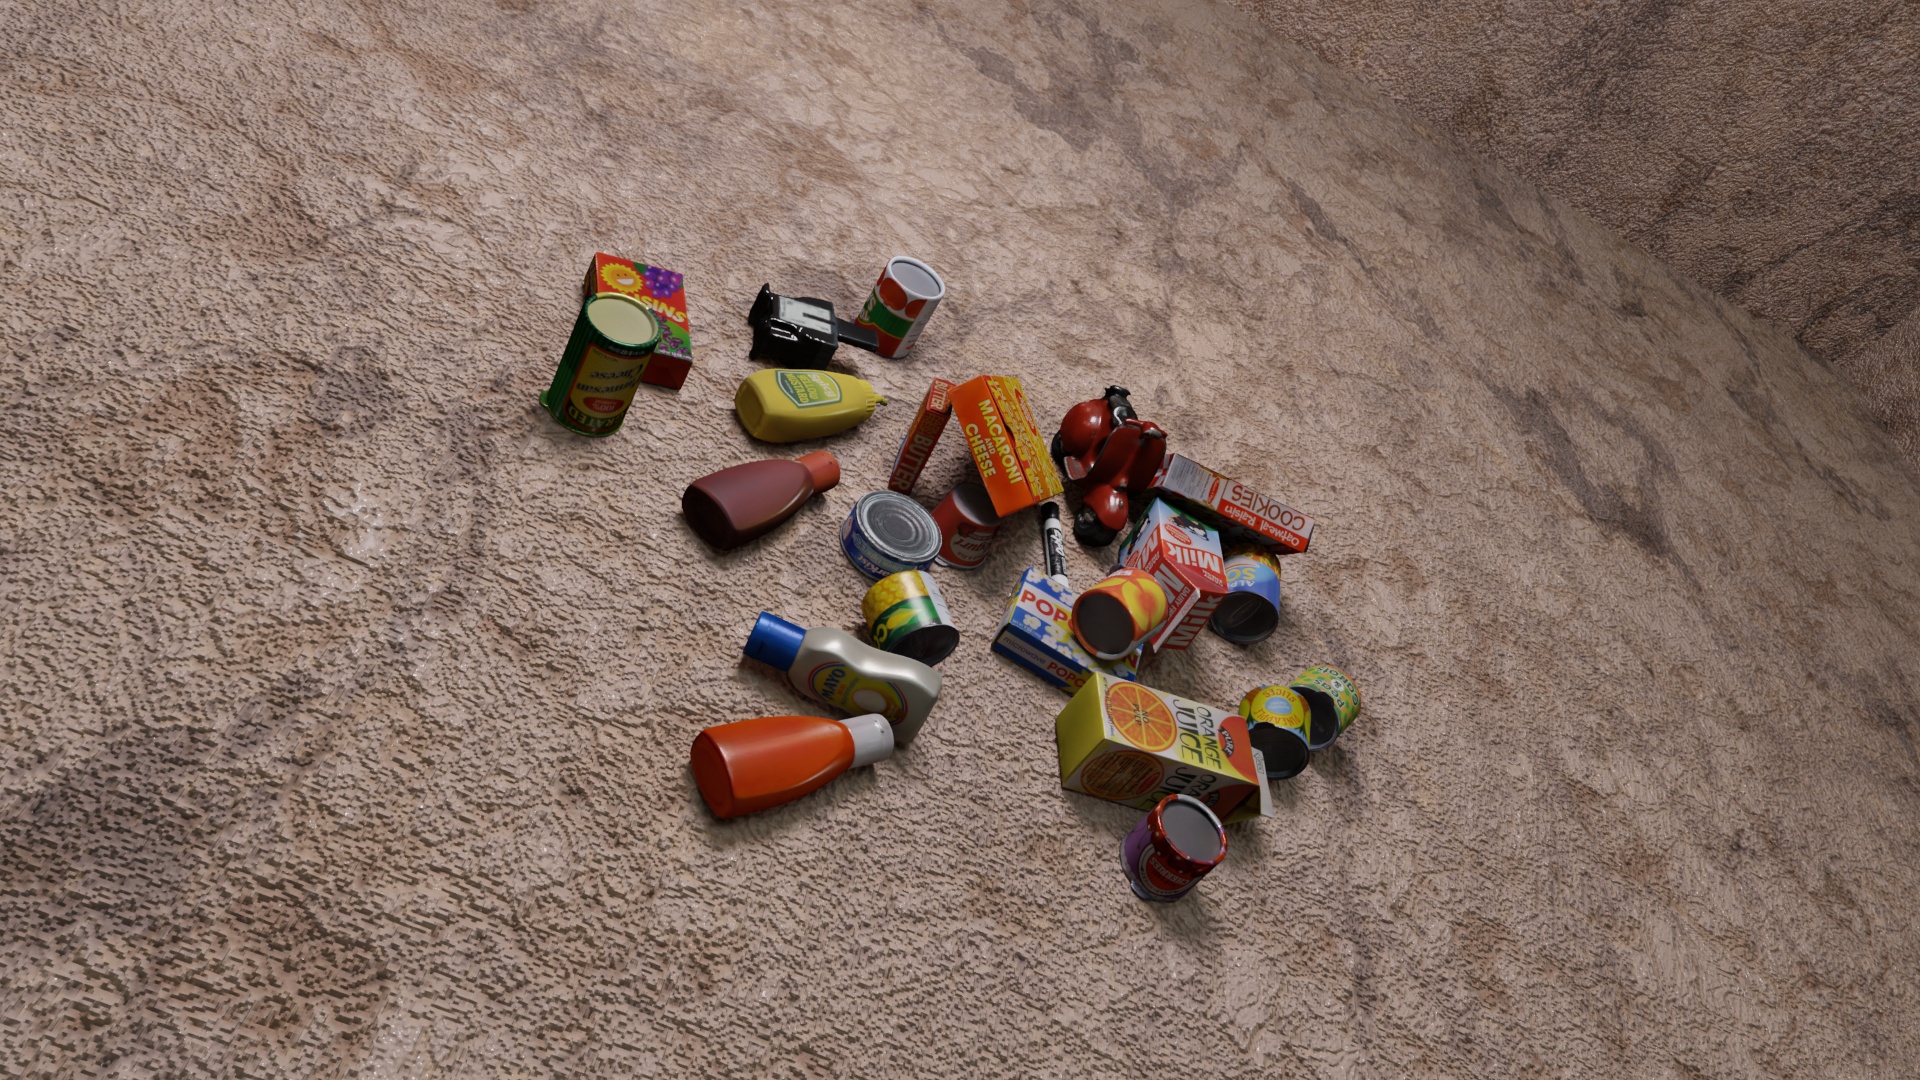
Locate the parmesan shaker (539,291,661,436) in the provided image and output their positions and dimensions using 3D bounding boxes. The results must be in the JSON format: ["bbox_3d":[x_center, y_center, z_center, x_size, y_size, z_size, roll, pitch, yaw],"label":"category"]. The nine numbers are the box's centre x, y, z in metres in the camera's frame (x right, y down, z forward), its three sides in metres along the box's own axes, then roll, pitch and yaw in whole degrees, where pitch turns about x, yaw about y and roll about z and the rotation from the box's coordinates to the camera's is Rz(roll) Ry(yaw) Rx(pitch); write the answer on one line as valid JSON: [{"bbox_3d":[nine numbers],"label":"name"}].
[{"bbox_3d":[-0.295,-0.144,1.135,0.071,0.102,0.072,20,41,-18],"label":"parmesan shaker"}]

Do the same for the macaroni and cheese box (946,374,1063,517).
[{"bbox_3d":[0.045,-0.090,1.286,0.123,0.040,0.167,68,13,0],"label":"macaroni and cheese box"}]

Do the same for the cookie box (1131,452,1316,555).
[{"bbox_3d":[0.259,-0.034,1.419,0.167,0.123,0.040,24,83,-13],"label":"cookie box"}]

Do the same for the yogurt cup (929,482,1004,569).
[{"bbox_3d":[0.004,-0.016,1.260,0.072,0.053,0.073,21,39,-18],"label":"yogurt cup"}]

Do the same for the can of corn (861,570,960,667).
[{"bbox_3d":[-0.044,0.067,1.130,0.071,0.070,0.058,2,48,-35],"label":"can of corn"}]

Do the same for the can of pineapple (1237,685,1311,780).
[{"bbox_3d":[0.283,0.172,1.254,0.071,0.070,0.058,30,37,-7],"label":"can of pineapple"}]

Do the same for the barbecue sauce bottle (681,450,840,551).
[{"bbox_3d":[-0.162,-0.041,1.173,0.065,0.043,0.149,46,39,14],"label":"barbecue sauce bottle"}]

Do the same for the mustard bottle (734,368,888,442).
[{"bbox_3d":[-0.129,-0.128,1.283,0.161,0.048,0.065,-10,58,-42],"label":"mustard bottle"}]

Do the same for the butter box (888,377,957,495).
[{"bbox_3d":[-0.035,-0.096,1.274,0.024,0.103,0.053,22,40,-9],"label":"butter box"}]

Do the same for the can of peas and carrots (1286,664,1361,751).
[{"bbox_3d":[0.338,0.156,1.310,0.071,0.070,0.059,47,39,14],"label":"can of peas and carrots"}]

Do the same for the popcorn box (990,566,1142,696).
[{"bbox_3d":[0.097,0.089,1.229,0.127,0.038,0.085,31,37,-5],"label":"popcorn box"}]

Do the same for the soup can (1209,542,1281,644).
[{"bbox_3d":[0.283,0.050,1.384,0.071,0.071,0.084,29,38,-7],"label":"soup can"}]

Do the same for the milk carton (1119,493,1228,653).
[{"bbox_3d":[0.198,0.035,1.299,0.073,0.072,0.191,30,24,-7],"label":"milk carton"}]

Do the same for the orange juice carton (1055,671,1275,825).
[{"bbox_3d":[0.181,0.182,1.166,0.193,0.072,0.072,19,41,-20],"label":"orange juice carton"}]

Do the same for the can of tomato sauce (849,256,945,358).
[{"bbox_3d":[-0.064,-0.239,1.420,0.071,0.082,0.071,21,40,-18],"label":"can of tomato sauce"}]

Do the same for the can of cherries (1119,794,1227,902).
[{"bbox_3d":[0.169,0.246,1.102,0.071,0.058,0.072,21,40,-18],"label":"can of cherries"}]

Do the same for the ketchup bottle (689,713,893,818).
[{"bbox_3d":[-0.116,0.154,1.000,0.149,0.043,0.065,-6,55,-40],"label":"ketchup bottle"}]

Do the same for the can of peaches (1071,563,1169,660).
[{"bbox_3d":[0.136,0.061,1.201,0.071,0.071,0.058,46,40,14],"label":"can of peaches"}]

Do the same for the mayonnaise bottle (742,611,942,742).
[{"bbox_3d":[-0.092,0.100,1.063,0.148,0.064,0.041,25,31,-7],"label":"mayonnaise bottle"}]

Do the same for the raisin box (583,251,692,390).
[{"bbox_3d":[-0.290,-0.198,1.247,0.086,0.040,0.124,10,46,-28],"label":"raisin box"}]
